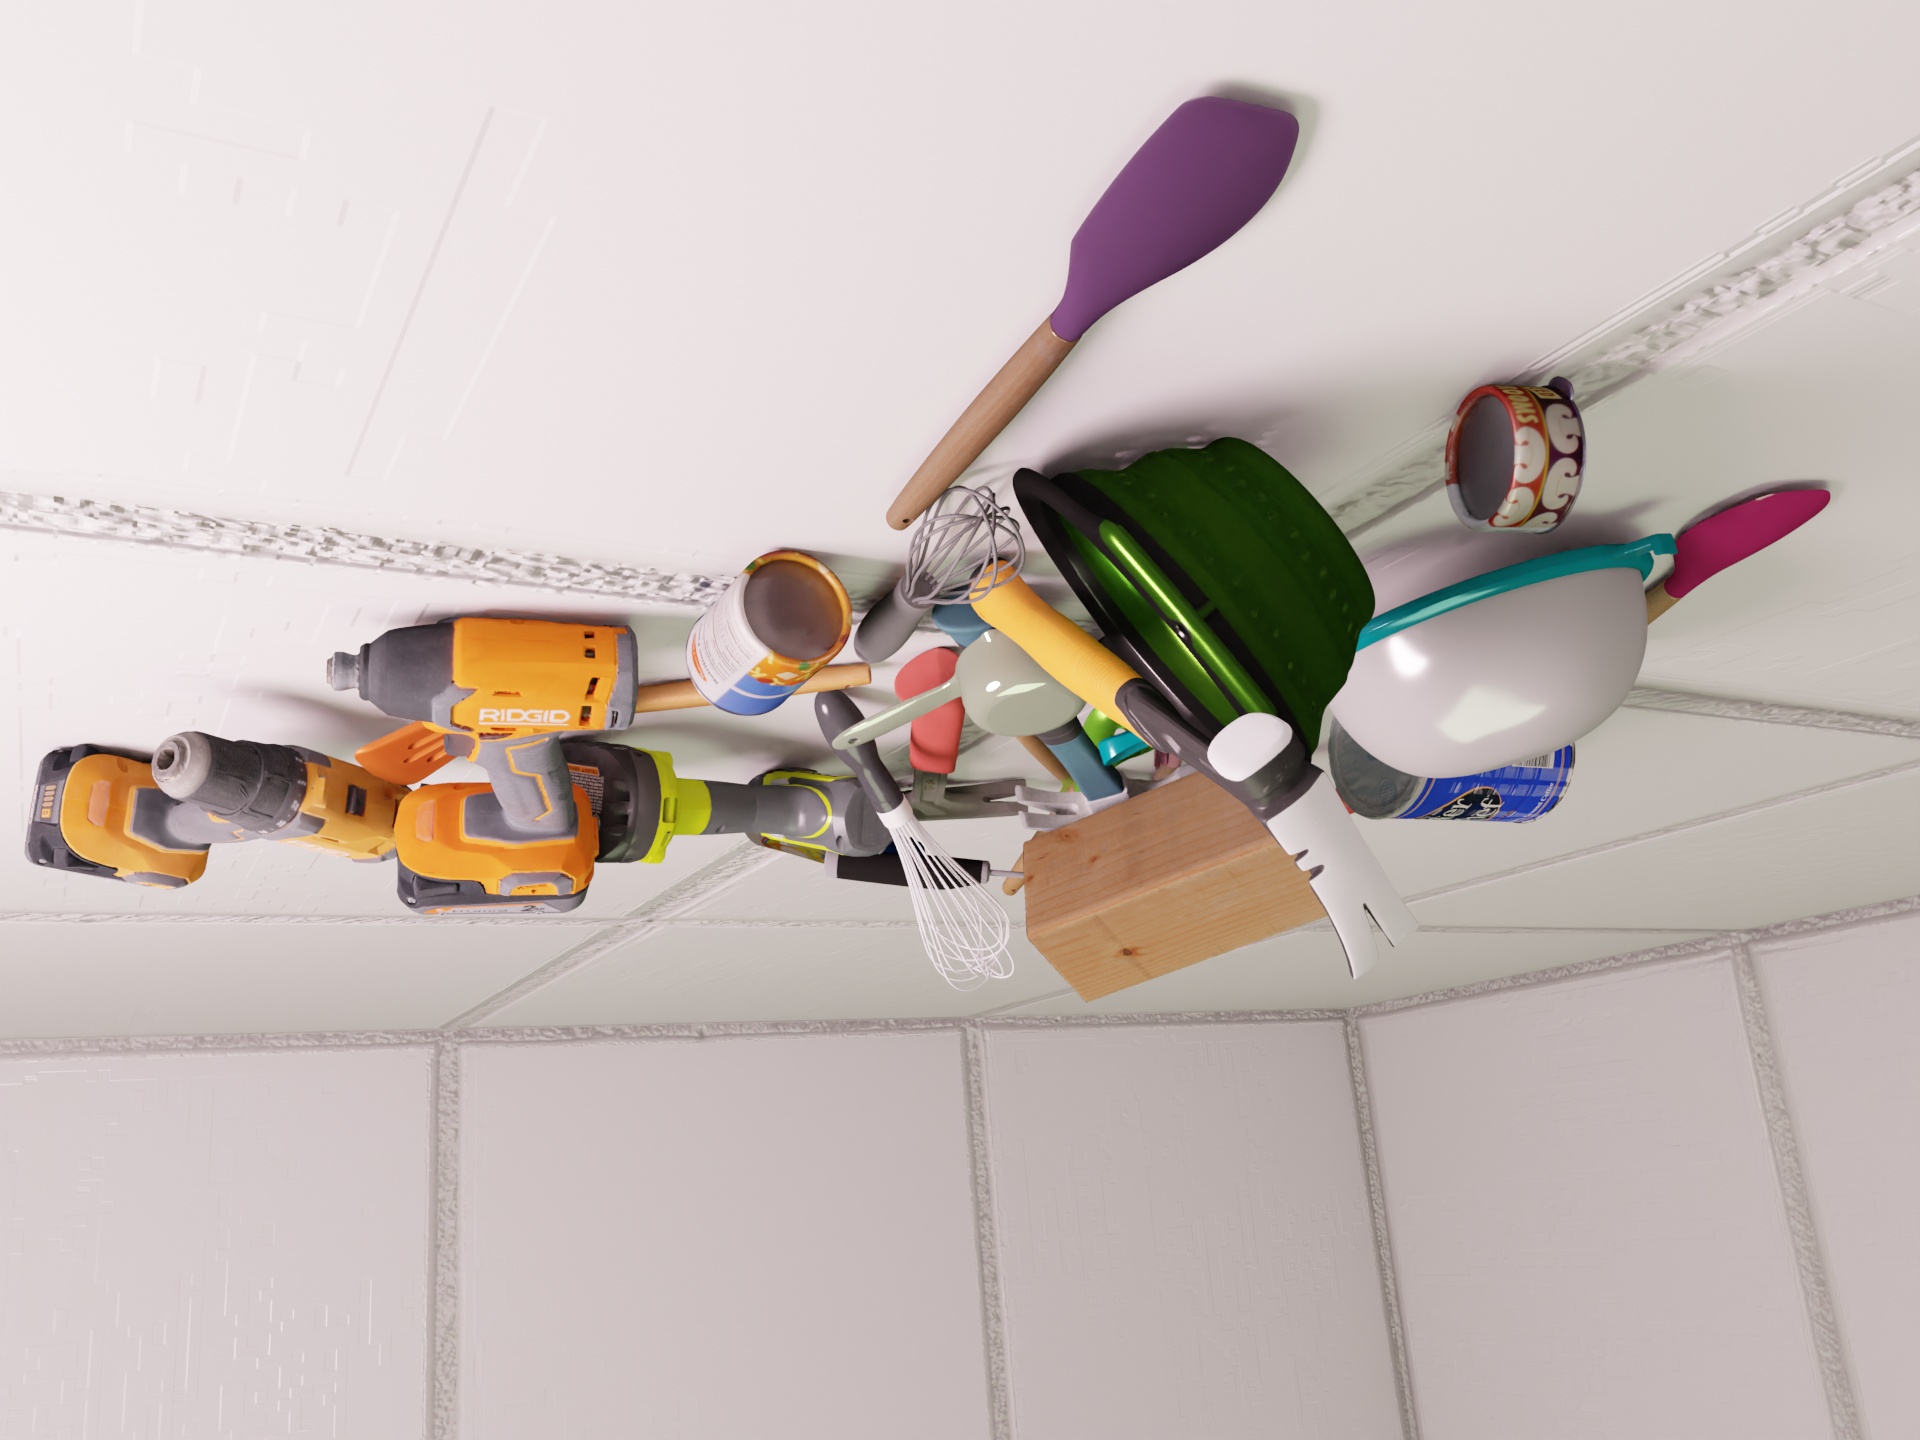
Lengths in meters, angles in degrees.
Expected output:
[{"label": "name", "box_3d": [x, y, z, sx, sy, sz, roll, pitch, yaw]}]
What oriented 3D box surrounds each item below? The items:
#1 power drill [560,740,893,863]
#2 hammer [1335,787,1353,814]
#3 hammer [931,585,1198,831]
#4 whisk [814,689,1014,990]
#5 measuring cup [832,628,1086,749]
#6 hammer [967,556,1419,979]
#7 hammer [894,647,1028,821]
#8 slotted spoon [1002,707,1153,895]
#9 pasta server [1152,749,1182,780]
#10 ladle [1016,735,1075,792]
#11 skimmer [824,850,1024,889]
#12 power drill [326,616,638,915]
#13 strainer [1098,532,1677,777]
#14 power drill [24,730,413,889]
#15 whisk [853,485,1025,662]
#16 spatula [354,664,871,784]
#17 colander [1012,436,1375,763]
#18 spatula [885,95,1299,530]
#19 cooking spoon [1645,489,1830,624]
[{"label": "power drill", "box_3d": [-0.181, 0.061, 1.150, 0.223, 0.080, 0.171, 5, 179, -39]}, {"label": "hammer", "box_3d": [0.303, 0.074, 1.316, 0.386, 0.038, 0.143, -18, 162, 10]}, {"label": "hammer", "box_3d": [0.062, 0.001, 1.024, 0.128, 0.033, 0.330, -17, 151, 15]}, {"label": "whisk", "box_3d": [-0.032, 0.086, 1.118, 0.070, 0.070, 0.284, -12, 126, 24]}, {"label": "measuring cup", "box_3d": [-0.001, -0.003, 0.919, 0.167, 0.038, 0.083, -24, 149, 20]}, {"label": "hammer", "box_3d": [0.082, -0.006, 0.736, 0.034, 0.337, 0.127, -40, 120, -3]}, {"label": "hammer", "box_3d": [-0.010, 0.021, 1.159, 0.149, 0.037, 0.359, -4, 164, -4]}, {"label": "slotted spoon", "box_3d": [0.086, 0.064, 1.213, 0.070, 0.031, 0.313, 1, 149, -19]}, {"label": "pasta server", "box_3d": [0.171, 0.045, 1.288, 0.060, 0.040, 0.316, -14, 165, -3]}, {"label": "ladle", "box_3d": [0.076, 0.043, 1.228, 0.078, 0.062, 0.320, -21, 158, 11]}, {"label": "skimmer", "box_3d": [0.081, 0.091, 1.203, 0.363, 0.090, 0.127, 4, 163, 3]}, {"label": "power drill", "box_3d": [-0.284, 0.025, 0.937, 0.164, 0.084, 0.226, 2, 141, -19]}, {"label": "strainer", "box_3d": [0.256, 0.000, 0.948, 0.340, 0.095, 0.211, -19, 167, 5]}, {"label": "power drill", "box_3d": [-0.494, 0.054, 1.021, 0.226, 0.084, 0.185, -6, 163, 21]}, {"label": "whisk", "box_3d": [-0.019, -0.067, 0.844, 0.055, 0.055, 0.239, 1, 167, -18]}, {"label": "spatula", "box_3d": [-0.216, -0.003, 1.012, 0.322, 0.041, 0.081, -6, 163, 2]}, {"label": "colander", "box_3d": [0.123, -0.061, 0.817, 0.094, 0.204, 0.397, -40, 179, -1]}, {"label": "spatula", "box_3d": [0.033, -0.146, 0.640, 0.059, 0.018, 0.316, 2, 161, -25]}, {"label": "cooking spoon", "box_3d": [0.436, -0.073, 0.996, 0.068, 0.017, 0.318, -5, 163, -6]}]
